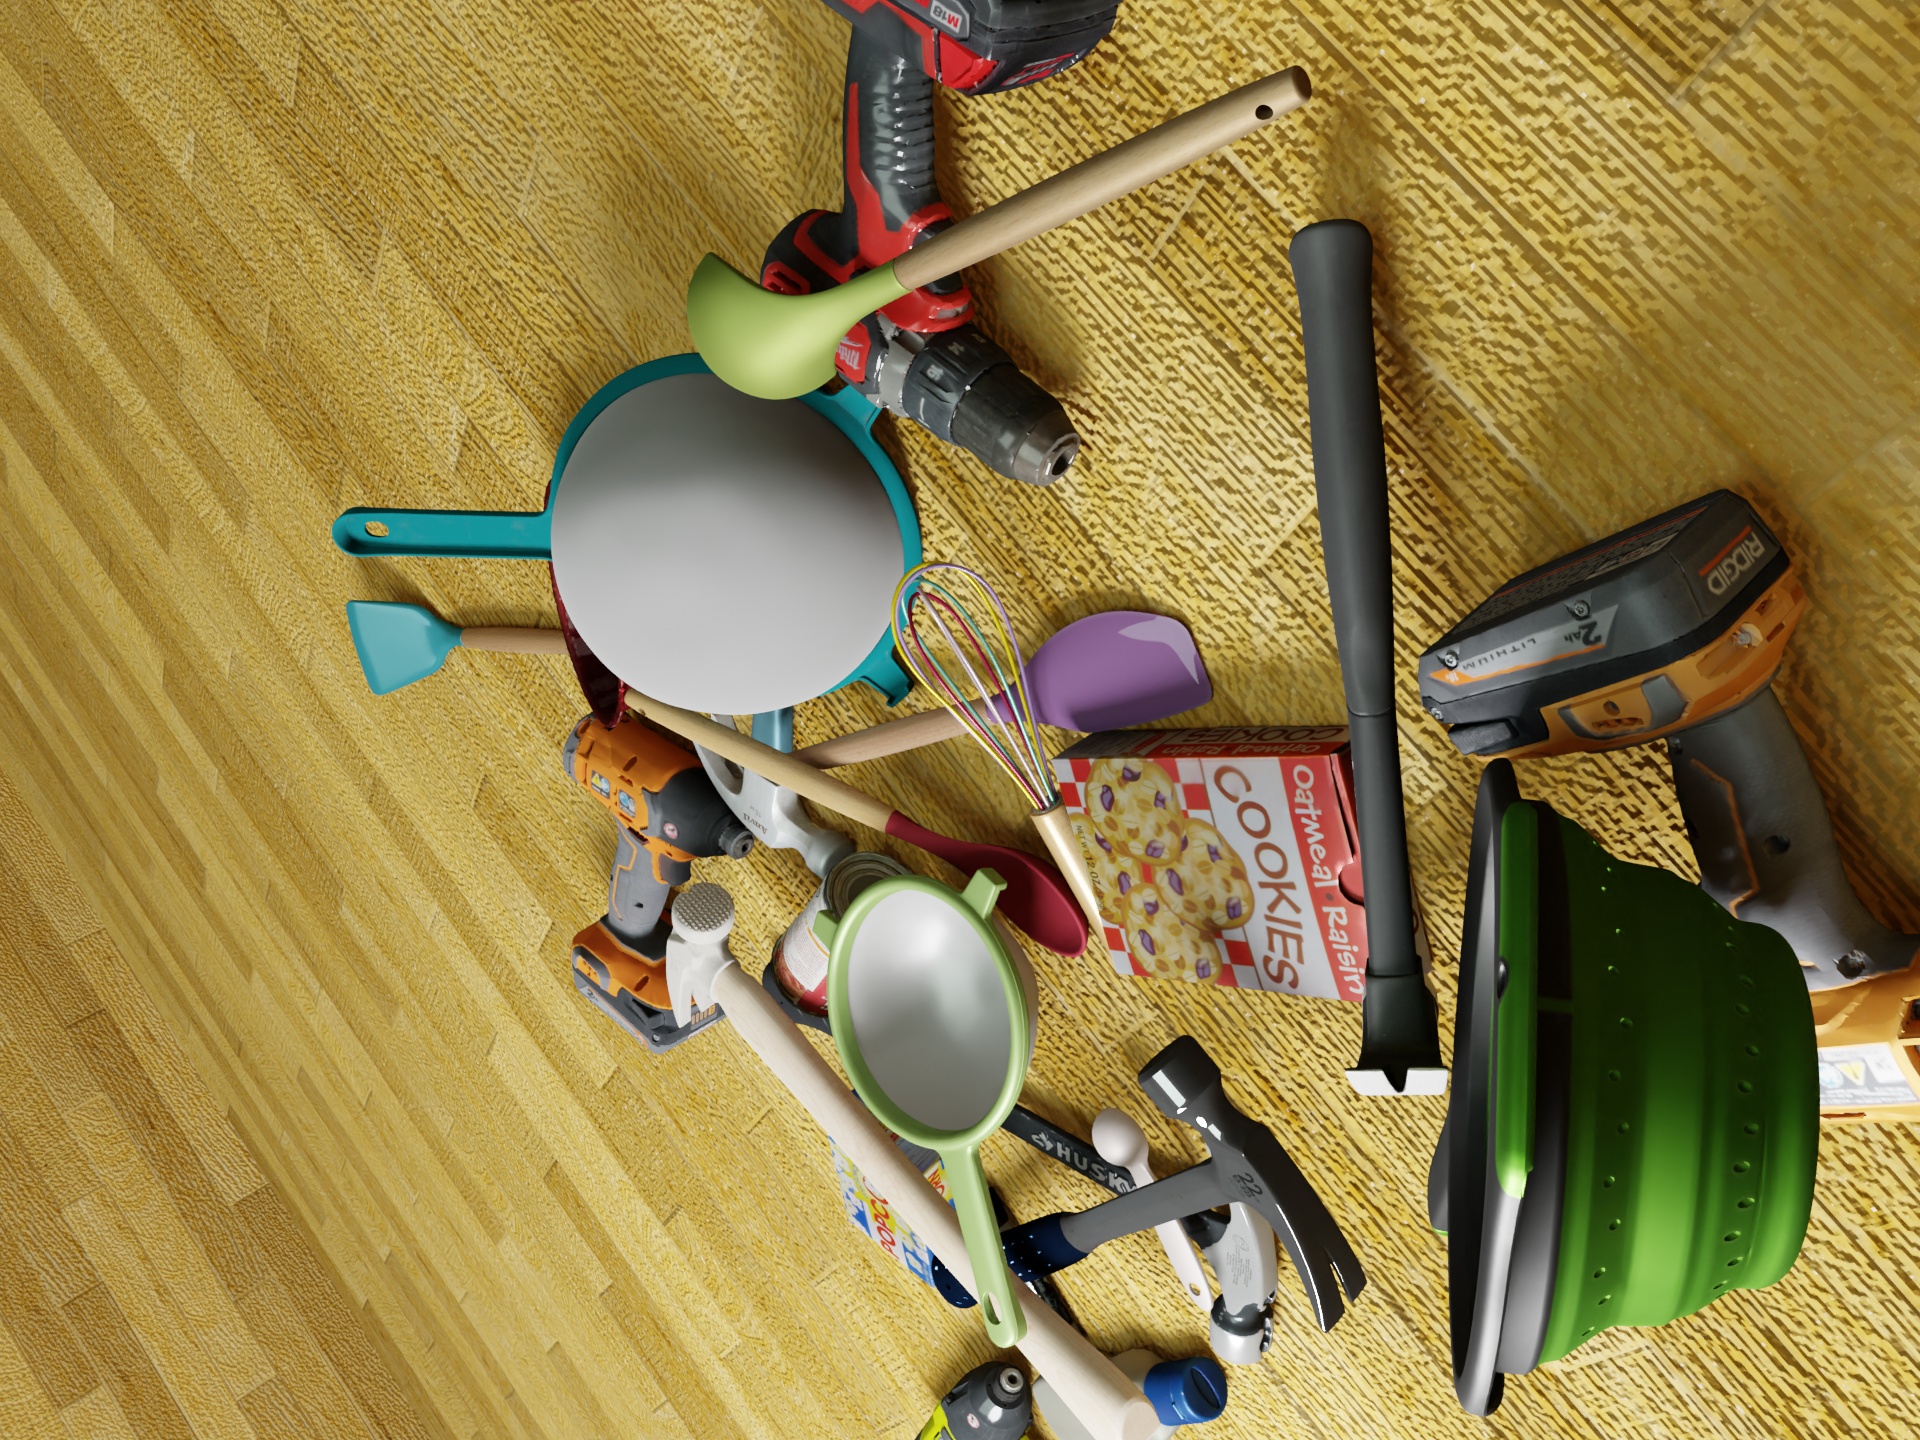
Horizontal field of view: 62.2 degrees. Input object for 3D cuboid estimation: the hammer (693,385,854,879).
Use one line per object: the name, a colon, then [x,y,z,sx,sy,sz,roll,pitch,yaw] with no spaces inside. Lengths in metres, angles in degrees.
hammer: [-0.108,-0.061,0.944,0.128,0.033,0.330,31,132,30]

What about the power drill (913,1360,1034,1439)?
power drill: [0.064,0.552,1.089,0.223,0.080,0.171,46,138,22]

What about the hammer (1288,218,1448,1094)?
hammer: [0.156,-0.020,0.609,0.035,0.146,0.335,-5,95,16]

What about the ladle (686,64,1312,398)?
ladle: [0.000,-0.197,0.637,0.320,0.062,0.078,-11,139,42]

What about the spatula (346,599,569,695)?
spatula: [-0.373,-0.058,1.220,0.318,0.044,0.082,4,111,45]

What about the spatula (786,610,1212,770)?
spatula: [-0.001,-0.003,0.855,0.316,0.018,0.059,-16,103,42]

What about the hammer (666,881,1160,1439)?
hammer: [-0.042,0.276,0.960,0.411,0.038,0.146,43,147,22]

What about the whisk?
whisk: [0.031,0.027,0.810,0.051,0.047,0.244,-12,116,40]

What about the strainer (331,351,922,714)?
strainer: [-0.194,-0.081,0.849,0.340,0.095,0.210,3,123,10]

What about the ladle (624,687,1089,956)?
ladle: [-0.062,0.048,0.909,0.315,0.031,0.069,25,144,17]

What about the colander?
colander: [0.226,0.150,0.575,0.094,0.205,0.396,3,156,15]

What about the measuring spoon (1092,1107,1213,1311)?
measuring spoon: [0.104,0.270,0.868,0.034,0.018,0.124,-27,90,50]

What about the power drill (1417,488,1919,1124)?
power drill: [0.261,0.050,0.581,0.226,0.084,0.185,57,149,-3]

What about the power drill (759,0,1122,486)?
power drill: [-0.002,-0.228,0.701,0.188,0.080,0.226,41,140,22]

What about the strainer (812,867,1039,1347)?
strainer: [0.011,0.207,0.878,0.151,0.069,0.256,-20,82,43]

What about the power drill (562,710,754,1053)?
power drill: [-0.208,0.119,1.122,0.164,0.084,0.226,29,127,33]

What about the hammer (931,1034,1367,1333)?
hammer: [0.073,0.288,0.882,0.144,0.035,0.405,51,147,7]

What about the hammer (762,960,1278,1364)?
hammer: [0.018,0.235,0.982,0.409,0.036,0.149,21,125,39]
